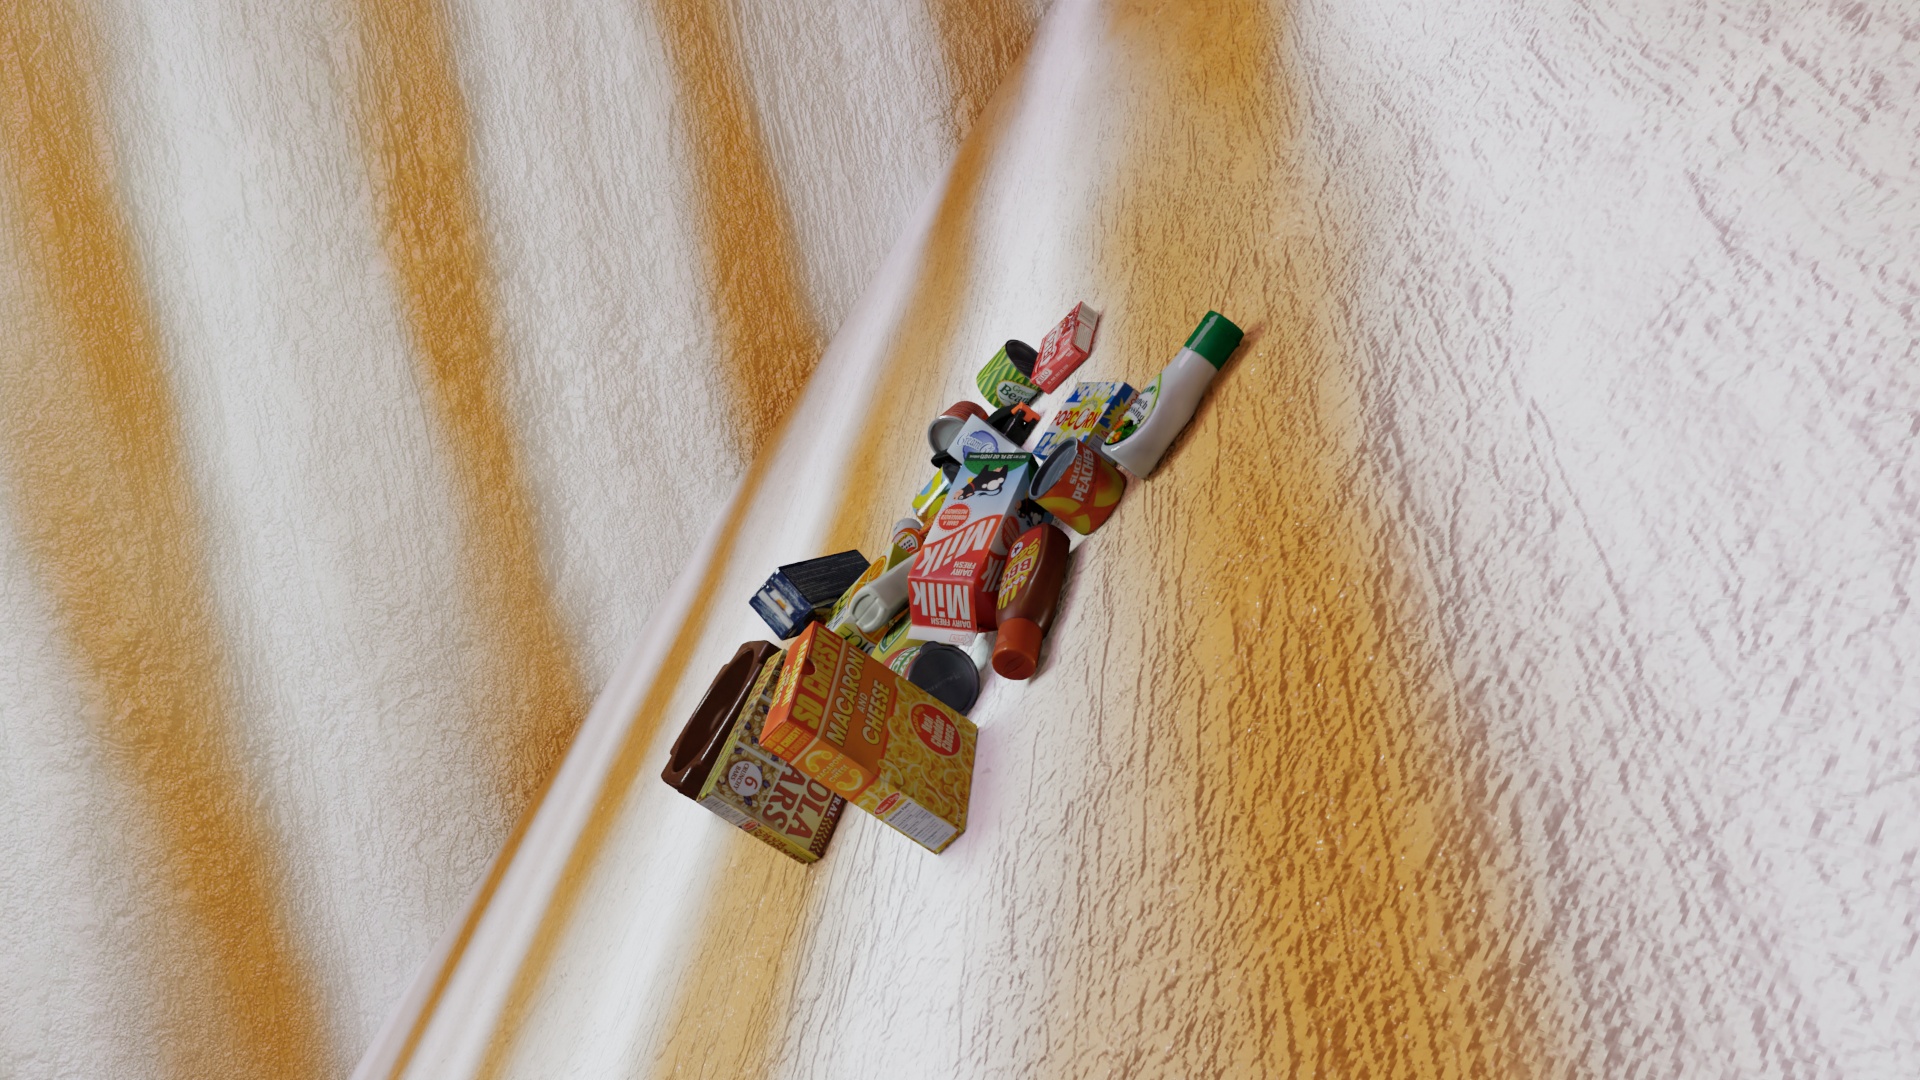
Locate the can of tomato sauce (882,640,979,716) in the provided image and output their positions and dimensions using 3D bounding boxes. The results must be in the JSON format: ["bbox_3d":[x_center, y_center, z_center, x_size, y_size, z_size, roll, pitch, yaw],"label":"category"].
[{"bbox_3d":[-0.031,0.123,1.214,0.071,0.071,0.083,-60,16,-17],"label":"can of tomato sauce"}]

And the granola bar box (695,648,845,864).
[{"bbox_3d":[-0.158,0.204,1.321,0.039,0.124,0.166,-35,26,51],"label":"granola bar box"}]

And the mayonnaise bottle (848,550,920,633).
[{"bbox_3d":[-0.043,0.037,1.376,0.149,0.041,0.064,-33,-10,-41],"label":"mayonnaise bottle"}]

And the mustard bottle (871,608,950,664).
[{"bbox_3d":[-0.025,0.077,1.330,0.159,0.049,0.065,-47,15,26],"label":"mustard bottle"}]

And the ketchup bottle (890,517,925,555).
[{"bbox_3d":[-0.055,0.015,1.554,0.064,0.043,0.149,-50,16,11],"label":"ketchup bottle"}]

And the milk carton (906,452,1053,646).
[{"bbox_3d":[0.016,0.014,1.252,0.072,0.073,0.191,3,53,33],"label":"milk carton"}]

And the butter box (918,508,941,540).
[{"bbox_3d":[0.005,-0.018,1.429,0.103,0.053,0.024,-36,23,49],"label":"butter box"}]

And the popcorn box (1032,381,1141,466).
[{"bbox_3d":[0.121,-0.103,1.293,0.085,0.038,0.127,-56,16,-4],"label":"popcorn box"}]

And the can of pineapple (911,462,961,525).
[{"bbox_3d":[-0.010,-0.040,1.494,0.057,0.071,0.071,-49,17,21],"label":"can of pineapple"}]

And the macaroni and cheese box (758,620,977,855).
[{"bbox_3d":[-0.067,0.151,1.084,0.040,0.166,0.124,-46,18,28],"label":"macaroni and cheese box"}]

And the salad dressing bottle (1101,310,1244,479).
[{"bbox_3d":[0.178,-0.122,1.156,0.147,0.044,0.064,-54,15,4],"label":"salad dressing bottle"}]

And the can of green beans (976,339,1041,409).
[{"bbox_3d":[0.060,-0.187,1.588,0.057,0.071,0.071,-46,18,33],"label":"can of green beans"}]

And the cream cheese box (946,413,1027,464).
[{"bbox_3d":[0.030,-0.093,1.495,0.053,0.024,0.104,-56,38,7],"label":"cream cheese box"}]

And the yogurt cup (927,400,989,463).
[{"bbox_3d":[0.001,-0.130,1.646,0.072,0.072,0.054,-40,9,42],"label":"yogurt cup"}]

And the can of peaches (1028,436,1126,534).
[{"bbox_3d":[0.102,-0.047,1.198,0.071,0.058,0.071,-48,17,20],"label":"can of peaches"}]

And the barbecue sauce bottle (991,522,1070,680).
[{"bbox_3d":[0.056,0.052,1.157,0.064,0.043,0.149,-42,21,37],"label":"barbecue sauce bottle"}]

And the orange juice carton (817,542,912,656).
[{"bbox_3d":[-0.104,0.099,1.475,0.192,0.072,0.073,-46,18,29],"label":"orange juice carton"}]
